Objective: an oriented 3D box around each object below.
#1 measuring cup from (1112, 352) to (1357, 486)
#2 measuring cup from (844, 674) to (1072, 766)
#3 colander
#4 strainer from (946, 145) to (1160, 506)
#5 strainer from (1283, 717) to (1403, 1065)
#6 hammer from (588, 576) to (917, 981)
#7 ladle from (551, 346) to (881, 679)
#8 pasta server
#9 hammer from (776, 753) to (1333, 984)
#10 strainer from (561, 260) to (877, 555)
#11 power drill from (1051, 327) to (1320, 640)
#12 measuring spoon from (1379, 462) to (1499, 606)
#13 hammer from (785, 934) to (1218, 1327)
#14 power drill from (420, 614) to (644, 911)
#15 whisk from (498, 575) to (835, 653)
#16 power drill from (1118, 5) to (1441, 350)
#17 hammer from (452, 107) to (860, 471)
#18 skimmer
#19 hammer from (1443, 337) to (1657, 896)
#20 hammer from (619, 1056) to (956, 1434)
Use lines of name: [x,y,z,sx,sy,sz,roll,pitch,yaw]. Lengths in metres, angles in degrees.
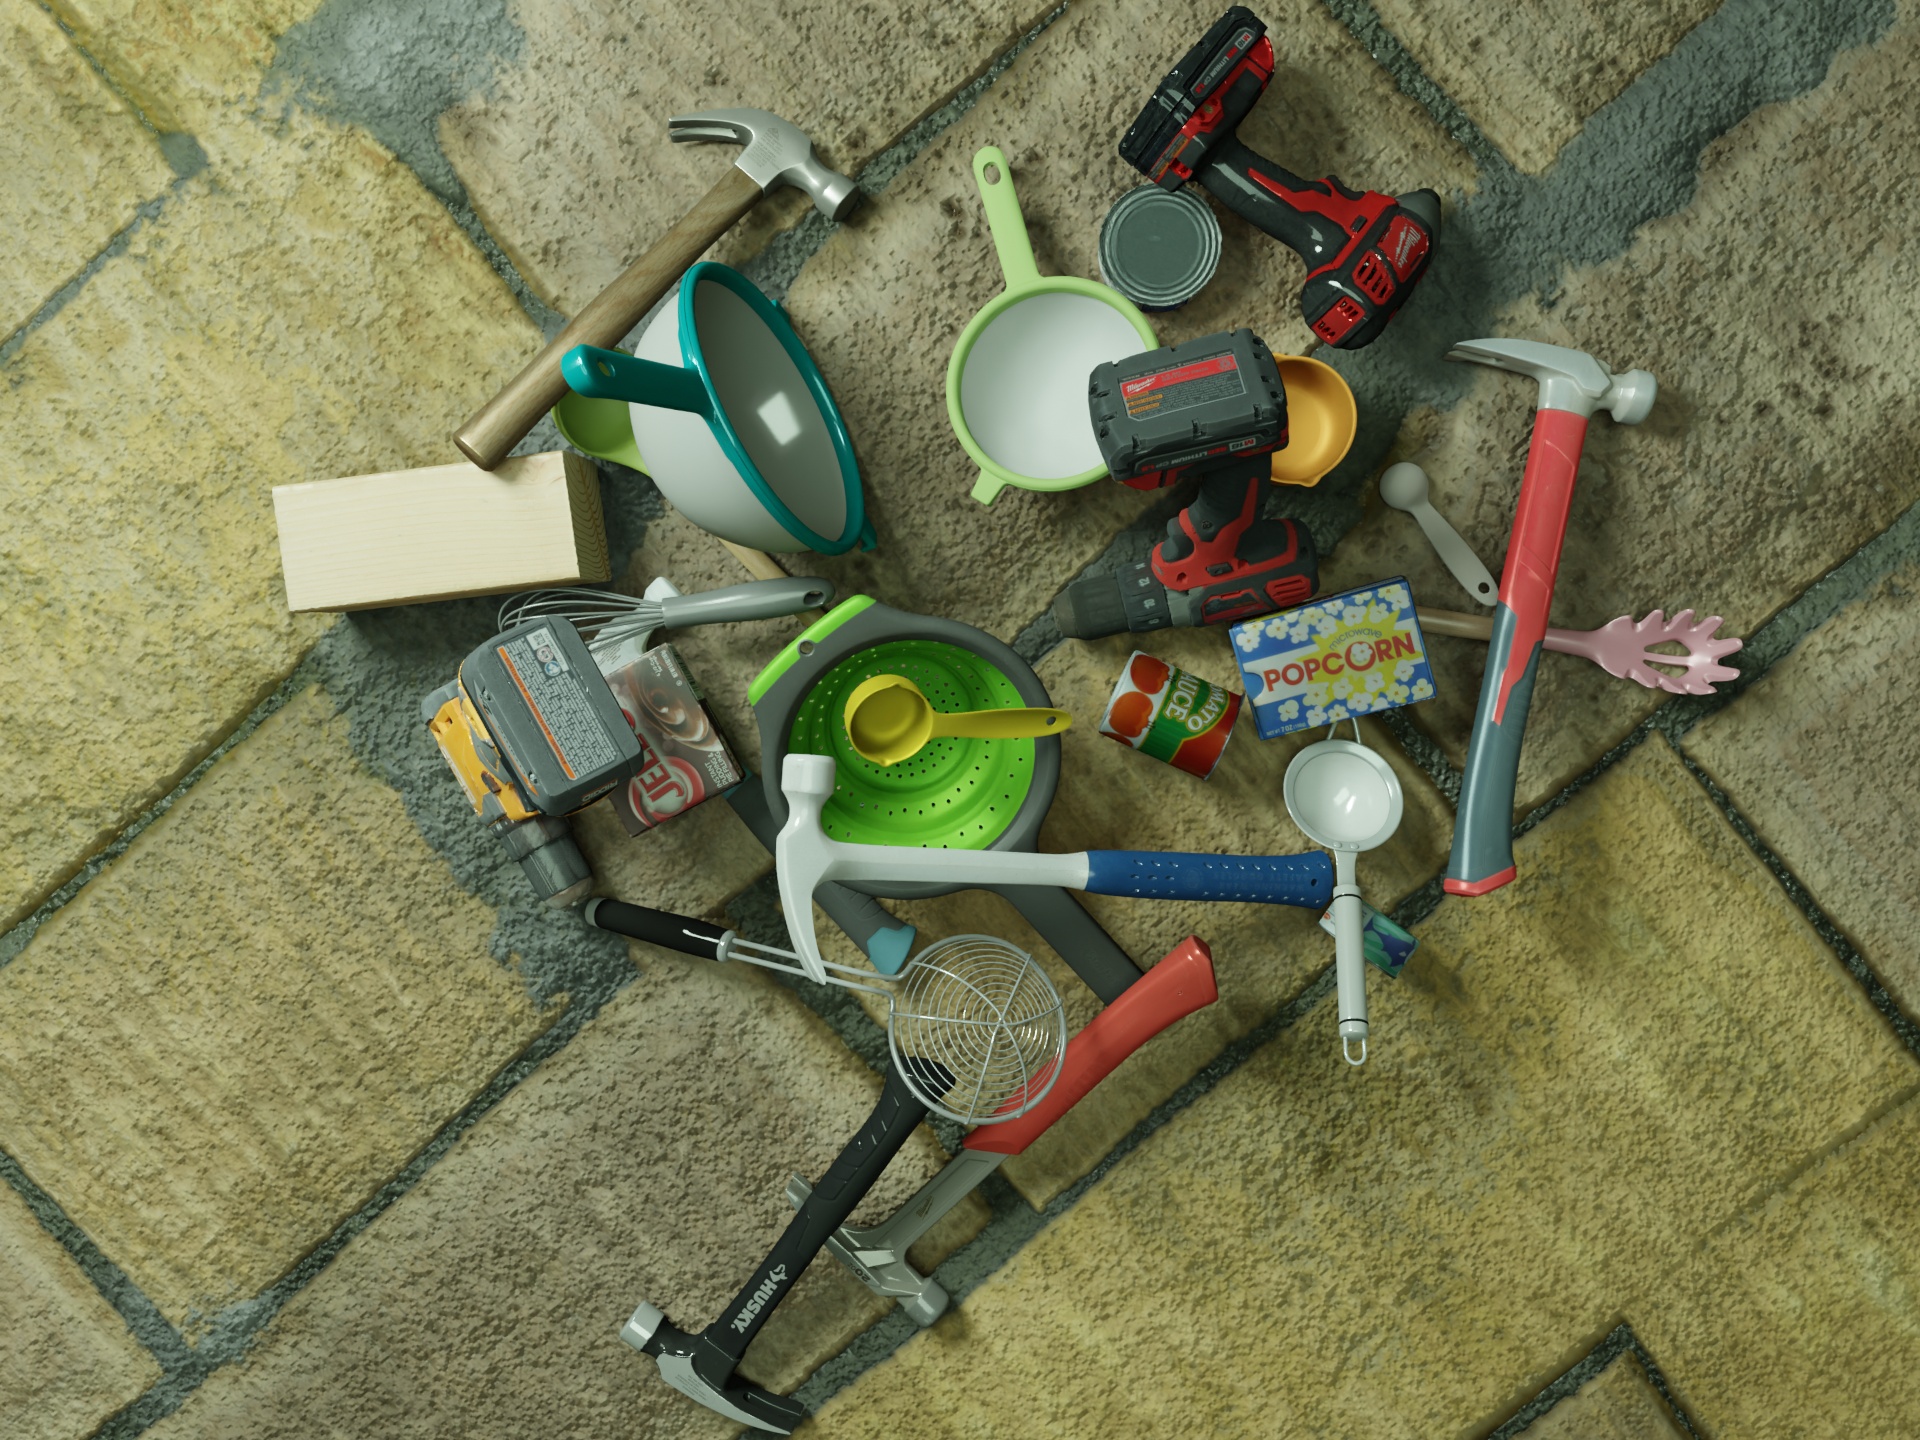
measuring cup: [0.190,-0.197,1.123,0.173,0.052,0.095,-17,93,6]
measuring cup: [-0.002,-0.003,1.053,0.156,0.029,0.062,-1,118,-20]
colander: [0.014,0.072,1.140,0.204,0.095,0.396,-40,109,6]
strainer: [0.056,-0.278,1.123,0.151,0.069,0.256,-17,80,11]
strainer: [0.265,0.114,1.100,0.087,0.050,0.259,7,58,-2]
hammer: [-0.151,0.058,1.165,0.128,0.033,0.331,-43,91,4]
ladle: [-0.168,-0.140,1.143,0.320,0.062,0.078,45,74,-3]
pasta server: [0.385,-0.065,1.128,0.316,0.040,0.060,9,82,3]
hammer: [0.072,0.107,1.073,0.405,0.035,0.144,5,87,-22]
strainer: [-0.178,-0.187,1.012,0.095,0.340,0.211,-23,87,20]
power drill: [0.139,-0.138,1.059,0.188,0.226,0.080,-13,55,7]
measuring spoon: [0.342,-0.132,1.124,0.034,0.018,0.124,-35,79,1]
hammer: [0.041,0.278,1.148,0.149,0.037,0.359,45,102,-1]
power drill: [-0.288,0.037,1.087,0.084,0.226,0.185,-30,92,-30]
whisk: [-0.207,-0.079,1.122,0.239,0.055,0.055,-8,93,-2]
power drill: [0.230,-0.369,1.086,0.219,0.078,0.143,41,66,-4]
hammer: [-0.225,-0.300,1.102,0.130,0.031,0.331,41,77,3]
skimmer: [-0.103,0.186,1.128,0.363,0.090,0.127,10,63,26]
hammer: [0.370,-0.071,1.094,0.143,0.038,0.386,14,84,1]
hammer: [-0.106,0.374,1.150,0.146,0.035,0.334,36,106,2]
